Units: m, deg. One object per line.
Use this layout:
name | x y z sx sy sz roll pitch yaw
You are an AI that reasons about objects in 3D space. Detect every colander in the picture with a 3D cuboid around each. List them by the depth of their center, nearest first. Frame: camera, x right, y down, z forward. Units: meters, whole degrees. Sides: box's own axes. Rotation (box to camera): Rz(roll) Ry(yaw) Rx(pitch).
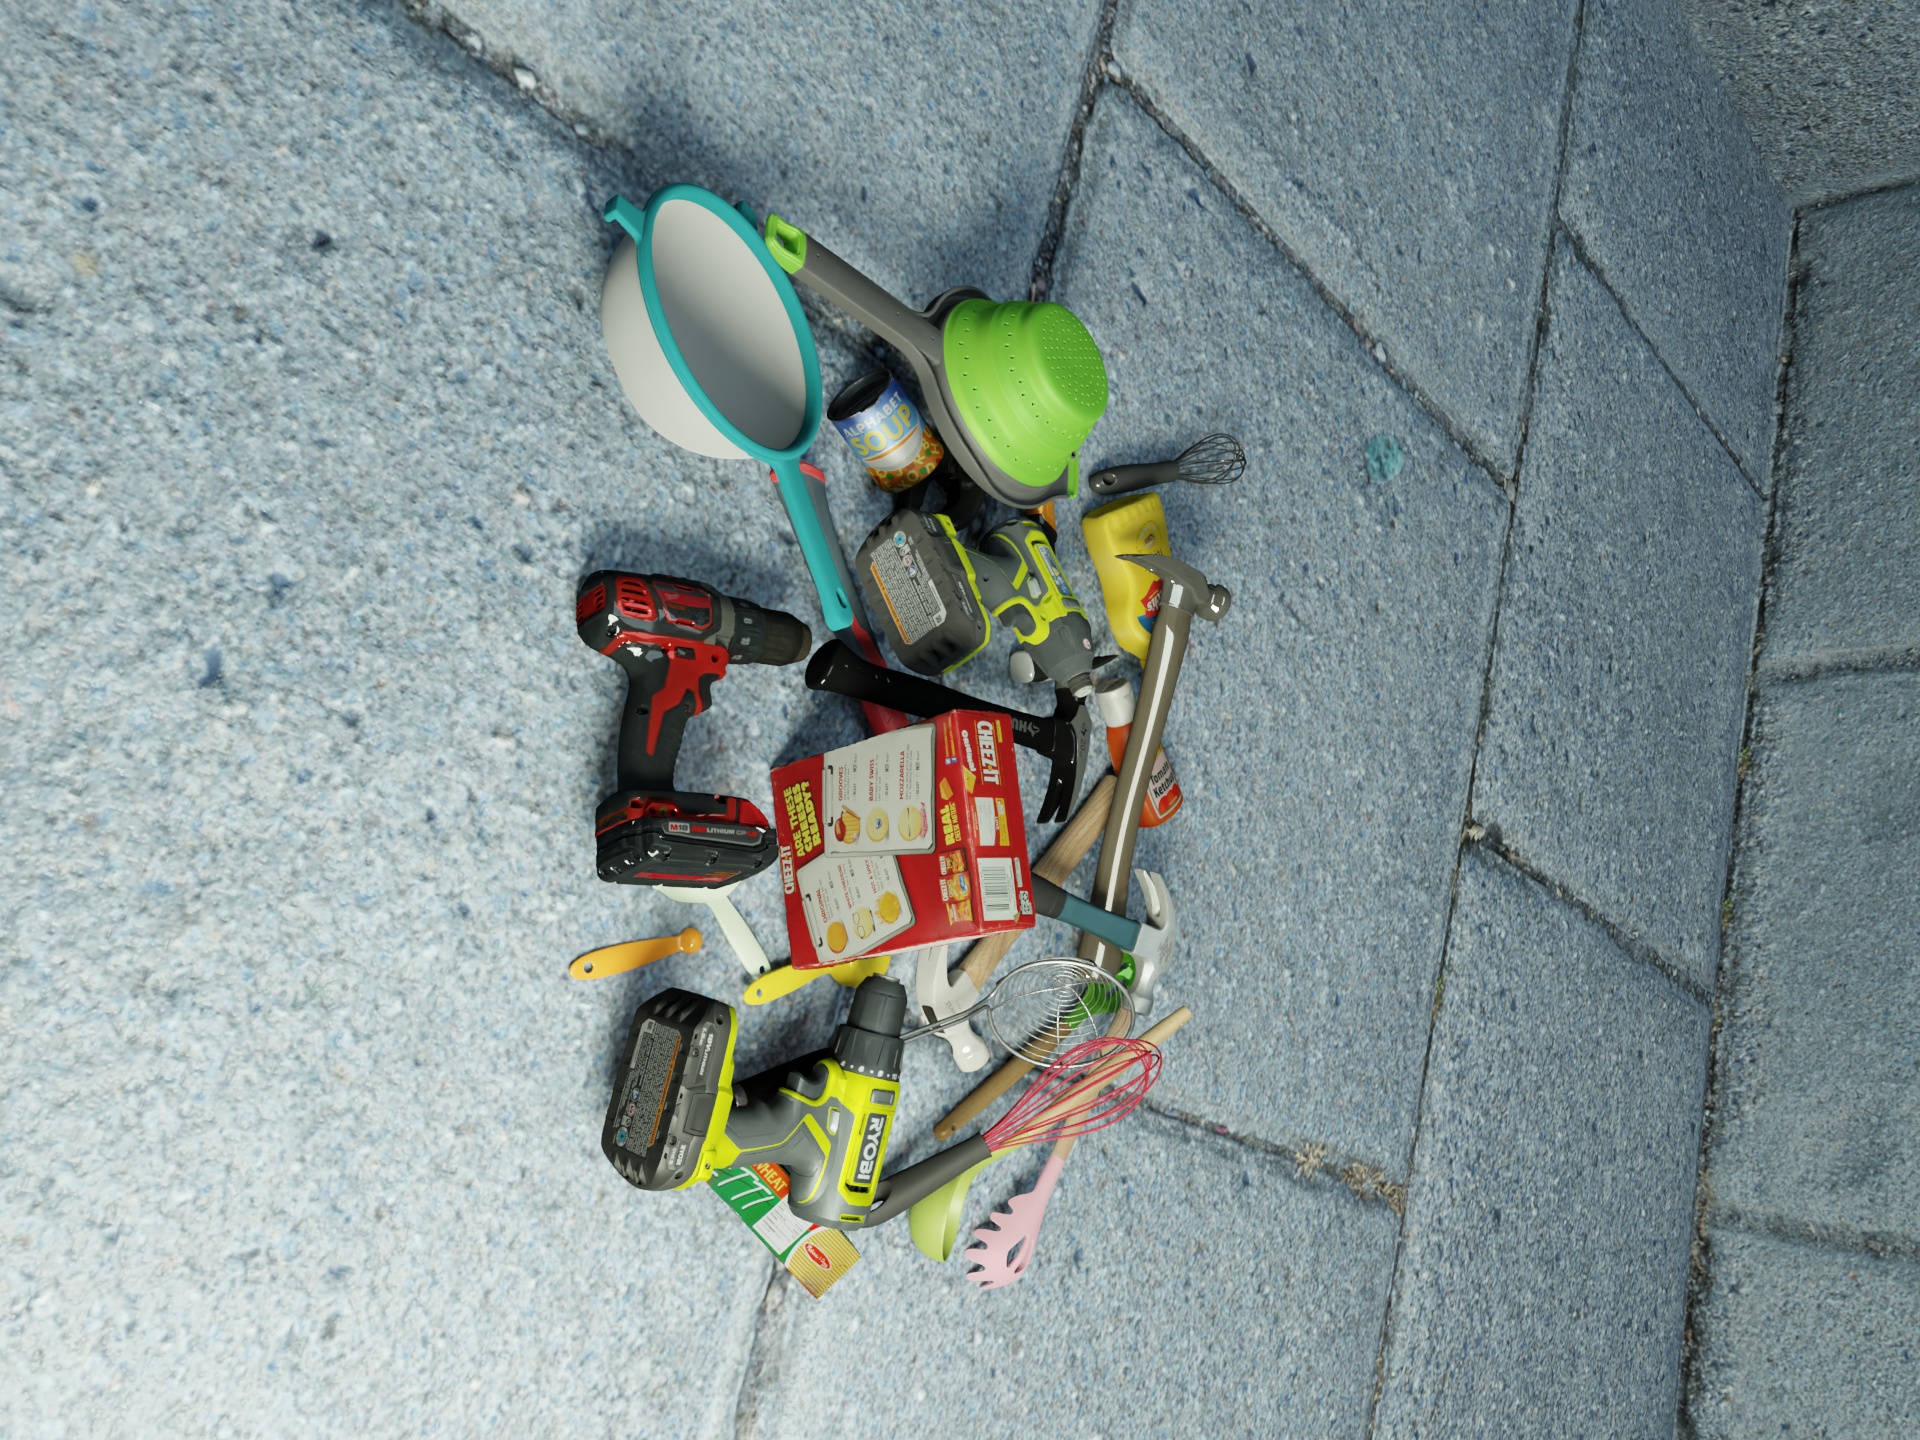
colander | 0.009 -0.321 1.324 0.396 0.094 0.205 26 55 -43

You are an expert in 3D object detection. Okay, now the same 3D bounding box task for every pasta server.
pasta server | 0.096 0.383 1.482 0.060 0.040 0.316 49 58 -32

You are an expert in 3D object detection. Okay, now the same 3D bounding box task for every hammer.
hammer | -0.084 -0.028 1.331 0.143 0.038 0.386 -37 113 -39
hammer | -0.002 -0.004 1.359 0.334 0.035 0.146 16 74 -46
hammer | 0.077 0.161 1.418 0.330 0.033 0.128 27 78 -36
hammer | 0.065 0.162 1.478 0.331 0.031 0.130 -48 121 -36
hammer | 0.081 -0.207 1.512 0.127 0.034 0.337 -11 95 -45
hammer | 0.162 0.045 1.520 0.146 0.038 0.411 20 80 -42

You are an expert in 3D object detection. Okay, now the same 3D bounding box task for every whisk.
whisk | 0.038 0.346 1.333 0.296 0.073 0.073 -27 111 -7
whisk | 0.217 -0.262 1.648 0.239 0.055 0.055 -17 100 -40

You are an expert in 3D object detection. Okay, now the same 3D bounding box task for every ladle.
ladle | 0.087 0.356 1.395 0.320 0.062 0.078 -33 149 -17

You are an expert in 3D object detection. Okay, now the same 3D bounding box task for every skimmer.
skimmer | -0.017 0.278 1.313 0.363 0.090 0.127 -12 132 -35

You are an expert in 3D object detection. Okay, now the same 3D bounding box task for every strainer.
strainer | -0.176 -0.219 1.183 0.211 0.095 0.340 -37 108 -63

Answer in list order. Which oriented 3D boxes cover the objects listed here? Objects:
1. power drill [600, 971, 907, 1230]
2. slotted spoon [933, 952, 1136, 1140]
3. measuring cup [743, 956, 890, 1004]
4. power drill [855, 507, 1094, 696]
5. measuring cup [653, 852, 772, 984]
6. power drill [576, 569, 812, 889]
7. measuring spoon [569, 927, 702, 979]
power drill | -0.134 0.267 1.168 0.228 0.080 0.190 22 78 -43
slotted spoon | 0.082 0.299 1.491 0.314 0.031 0.070 -32 110 -40
measuring cup | -0.112 0.202 1.286 0.156 0.029 0.062 -16 99 -51
power drill | 0.026 -0.099 1.354 0.223 0.080 0.171 0 60 -53
measuring cup | -0.177 0.139 1.225 0.083 0.038 0.167 -44 117 -38
power drill | -0.186 0.004 1.168 0.187 0.080 0.227 8 67 -39
measuring spoon | -0.238 0.174 1.180 0.117 0.011 0.021 -9 94 -46
